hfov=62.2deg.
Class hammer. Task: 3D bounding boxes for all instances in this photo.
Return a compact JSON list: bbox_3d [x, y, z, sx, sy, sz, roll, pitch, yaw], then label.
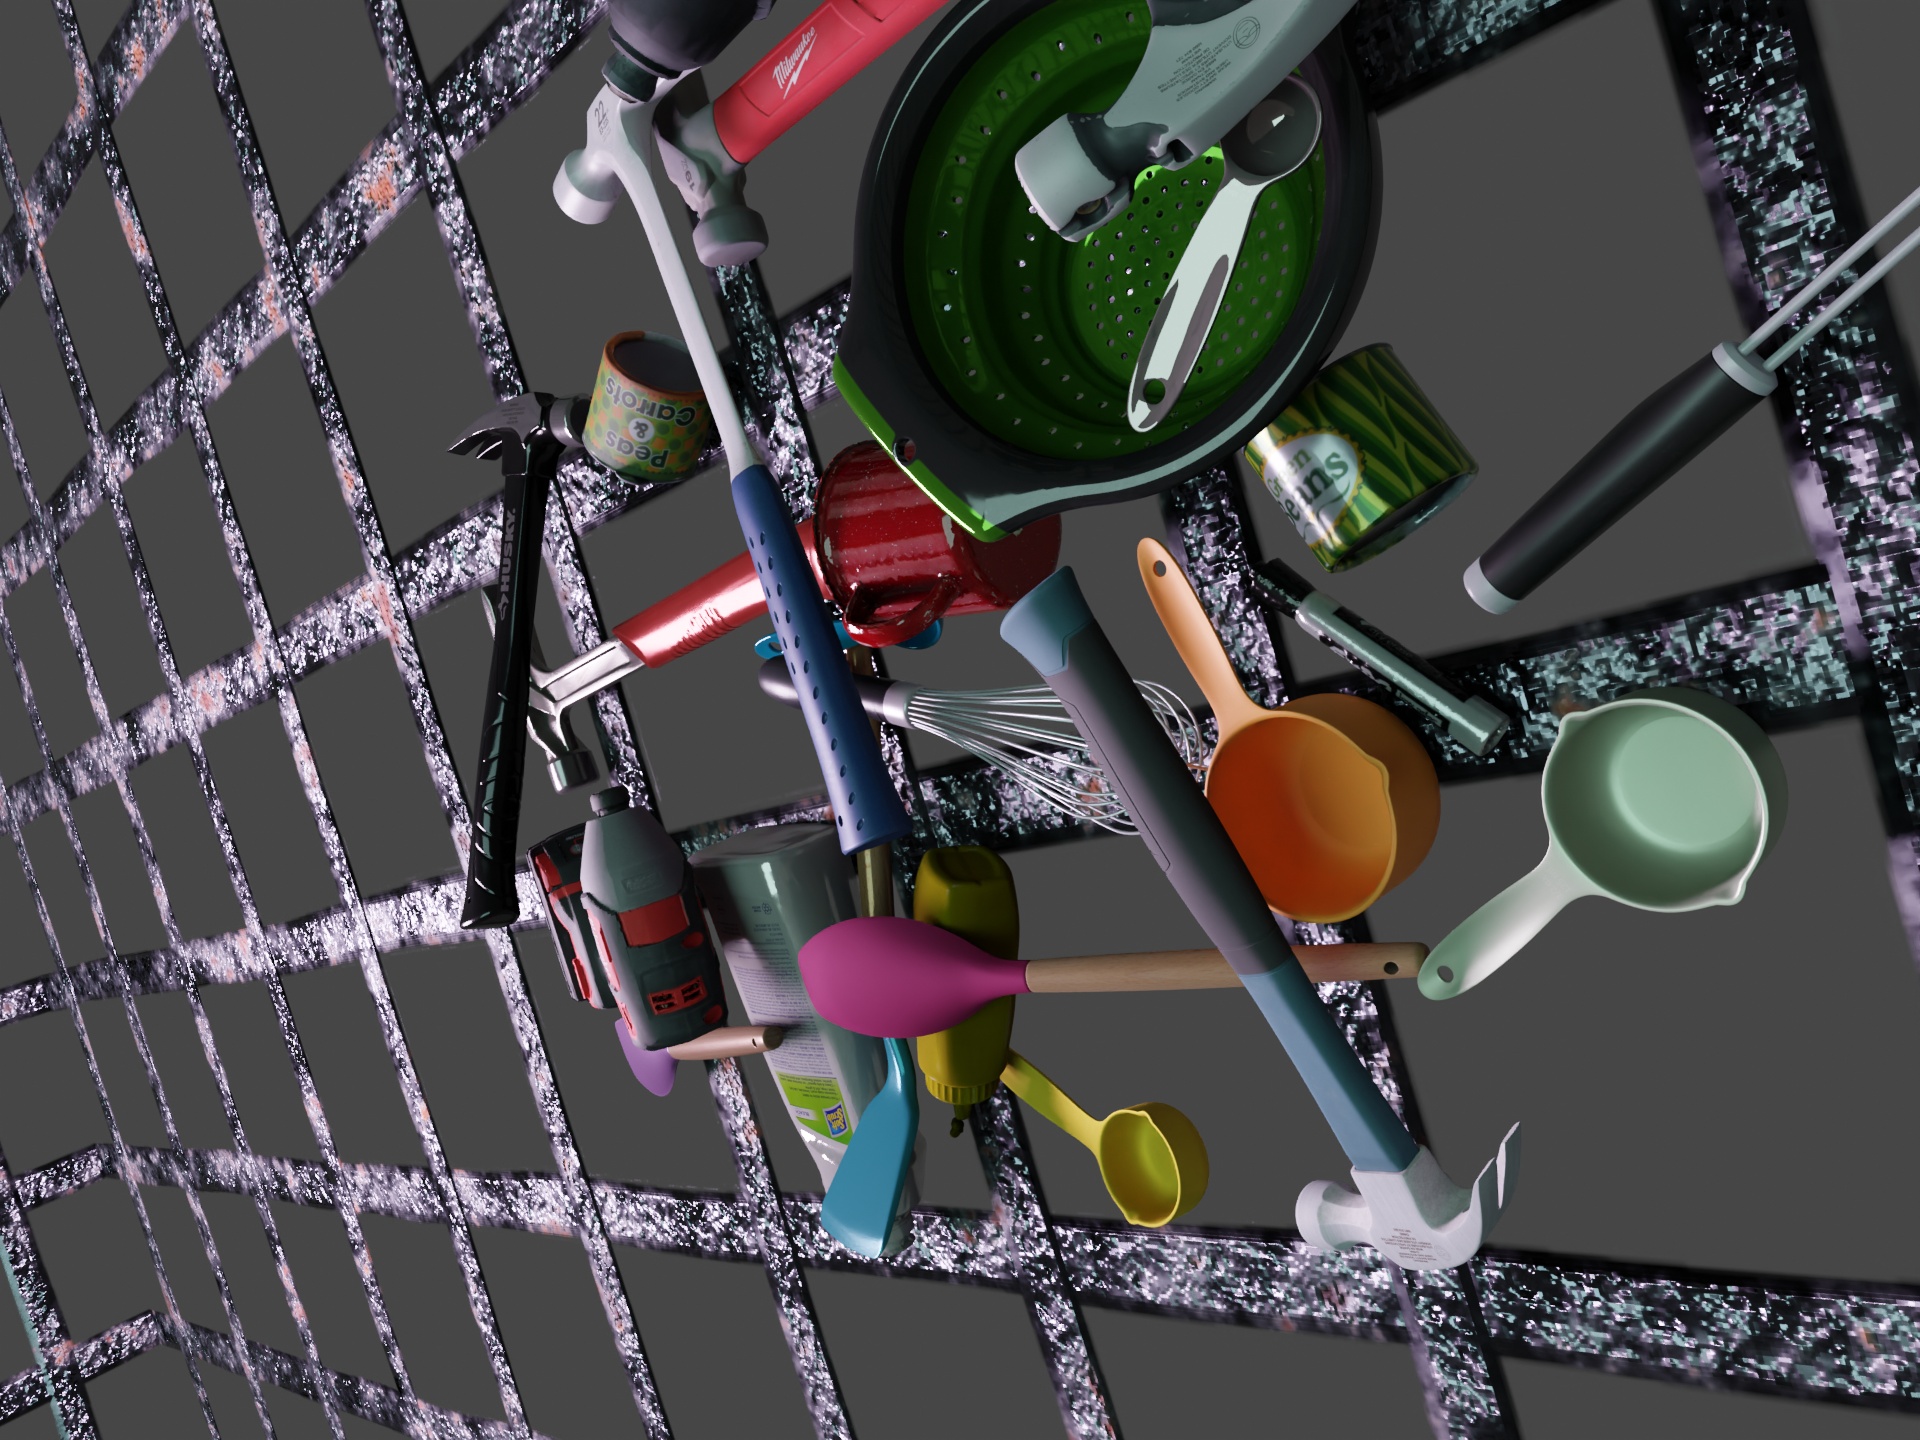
[{"bbox_3d":[-0.021,-0.343,0.694,0.386,0.038,0.143,-17,90,47],"label":"hammer"},{"bbox_3d":[0.027,-0.368,0.564,0.149,0.036,0.409,-31,64,26],"label":"hammer"},{"bbox_3d":[0.113,0.086,0.637,0.331,0.033,0.128,57,147,-9],"label":"hammer"},{"bbox_3d":[-0.106,-0.132,0.779,0.144,0.035,0.405,-32,76,55],"label":"hammer"},{"bbox_3d":[-0.284,-0.034,0.992,0.146,0.035,0.335,6,91,45],"label":"hammer"},{"bbox_3d":[-0.177,-0.063,0.947,0.359,0.036,0.149,-21,89,47],"label":"hammer"}]

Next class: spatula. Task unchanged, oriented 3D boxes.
[{"bbox_3d":[-0.052,0.115,0.841,0.082,0.044,0.317,-6,88,63],"label":"spatula"},{"bbox_3d":[-0.169,0.207,0.999,0.316,0.018,0.060,-27,85,61],"label":"spatula"}]

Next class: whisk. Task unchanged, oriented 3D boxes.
[{"bbox_3d":[-0.002,-0.003,0.764,0.285,0.070,0.070,12,112,41],"label":"whisk"}]

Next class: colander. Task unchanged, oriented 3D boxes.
[{"bbox_3d":[0.117,-0.237,0.571,0.205,0.094,0.397,50,115,19],"label":"colander"}]

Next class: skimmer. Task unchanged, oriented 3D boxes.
[{"bbox_3d":[0.268,-0.127,0.443,0.127,0.090,0.363,33,135,-7],"label":"skimmer"}]

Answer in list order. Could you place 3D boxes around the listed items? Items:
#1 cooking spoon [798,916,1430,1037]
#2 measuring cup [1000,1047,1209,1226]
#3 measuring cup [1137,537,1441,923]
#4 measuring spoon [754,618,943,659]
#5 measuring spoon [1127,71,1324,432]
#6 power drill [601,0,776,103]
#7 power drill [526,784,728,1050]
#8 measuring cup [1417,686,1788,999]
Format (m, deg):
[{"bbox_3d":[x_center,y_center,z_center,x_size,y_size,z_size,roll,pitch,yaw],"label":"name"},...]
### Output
[{"bbox_3d":[0.056,0.116,0.732,0.319,0.017,0.068,-8,107,30],"label":"cooking spoon"},{"bbox_3d":[0.067,0.199,0.809,0.157,0.029,0.062,27,118,50],"label":"measuring cup"},{"bbox_3d":[0.130,-0.004,0.652,0.095,0.052,0.174,-39,74,45],"label":"measuring cup"},{"bbox_3d":[-0.059,-0.052,0.832,0.128,0.021,0.042,-9,132,39],"label":"measuring spoon"},{"bbox_3d":[0.086,-0.154,0.533,0.034,0.018,0.124,33,115,21],"label":"measuring spoon"},{"bbox_3d":[-0.103,-0.355,0.650,0.164,0.084,0.227,-50,35,26],"label":"power drill"},{"bbox_3d":[-0.197,0.110,0.938,0.220,0.078,0.143,-11,97,70],"label":"power drill"},{"bbox_3d":[0.228,0.053,0.584,0.083,0.038,0.167,52,135,19],"label":"measuring cup"}]
